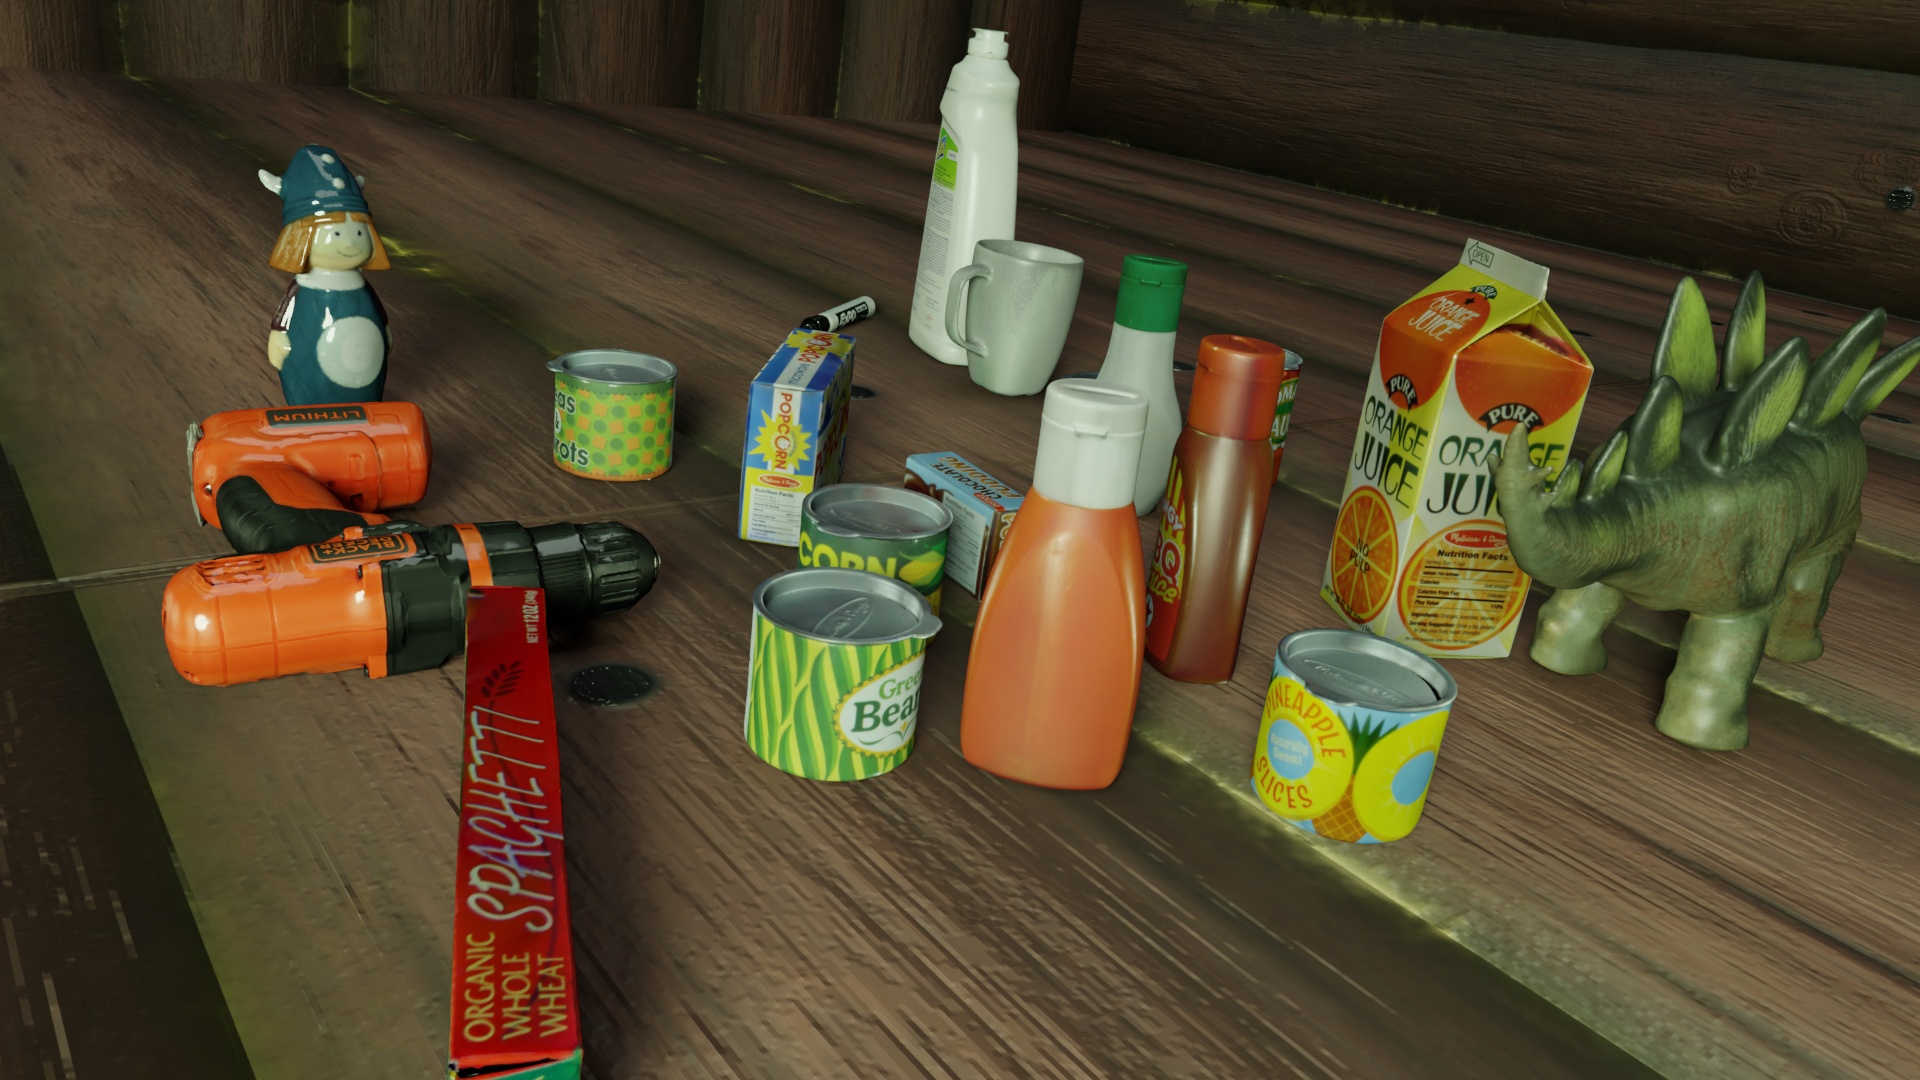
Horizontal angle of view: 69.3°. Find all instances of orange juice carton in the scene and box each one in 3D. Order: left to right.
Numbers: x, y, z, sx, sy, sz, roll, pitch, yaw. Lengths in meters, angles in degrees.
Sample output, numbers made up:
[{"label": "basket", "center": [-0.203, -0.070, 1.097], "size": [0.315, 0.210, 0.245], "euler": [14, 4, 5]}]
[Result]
[{"label": "orange juice carton", "center": [0.240, -0.044, 0.672], "size": [0.073, 0.191, 0.072], "euler": [3, 21, -11]}]

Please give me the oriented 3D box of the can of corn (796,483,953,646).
[{"label": "can of corn", "center": [-0.041, 0.013, 0.615], "size": [0.071, 0.058, 0.071], "euler": [7, 21, -2]}]

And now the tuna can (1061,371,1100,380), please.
[{"label": "tuna can", "center": [0.104, -0.095, 0.978], "size": [0.071, 0.032, 0.071], "euler": [7, 21, -2]}]

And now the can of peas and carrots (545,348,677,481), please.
[{"label": "can of peas and carrots", "center": [-0.196, -0.070, 0.777], "size": [0.071, 0.058, 0.071], "euler": [7, 21, -2]}]

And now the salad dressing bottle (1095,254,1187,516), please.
[{"label": "salad dressing bottle", "center": [0.101, -0.089, 0.802], "size": [0.064, 0.147, 0.044], "euler": [11, 21, 10]}]

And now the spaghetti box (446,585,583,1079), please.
[{"label": "spaghetti box", "center": [-0.133, 0.086, 0.408], "size": [0.029, 0.050, 0.251], "euler": [0, 22, -19]}]

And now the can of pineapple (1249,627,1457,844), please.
[{"label": "can of pineapple", "center": [0.146, 0.073, 0.525], "size": [0.071, 0.057, 0.071], "euler": [7, 21, -2]}]

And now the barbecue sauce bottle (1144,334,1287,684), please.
[{"label": "barbecue sauce bottle", "center": [0.112, -0.015, 0.613], "size": [0.044, 0.148, 0.065], "euler": [5, 21, -8]}]

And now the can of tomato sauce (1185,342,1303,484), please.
[{"label": "can of tomato sauce", "center": [0.182, -0.082, 0.901], "size": [0.071, 0.082, 0.071], "euler": [7, 21, -2]}]

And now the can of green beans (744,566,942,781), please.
[{"label": "can of green beans", "center": [-0.047, 0.049, 0.521], "size": [0.071, 0.057, 0.071], "euler": [7, 21, -2]}]

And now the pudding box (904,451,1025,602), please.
[{"label": "pudding box", "center": [0.002, -0.009, 0.698], "size": [0.030, 0.049, 0.084], "euler": [-7, 25, -33]}]

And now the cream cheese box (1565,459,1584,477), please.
[{"label": "cream cheese box", "center": [0.361, -0.008, 0.814], "size": [0.024, 0.053, 0.104], "euler": [8, 21, 2]}]

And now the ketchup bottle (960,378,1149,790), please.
[{"label": "ketchup bottle", "center": [0.039, 0.017, 0.507], "size": [0.065, 0.148, 0.044], "euler": [10, 21, 6]}]

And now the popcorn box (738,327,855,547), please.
[{"label": "popcorn box", "center": [-0.086, -0.058, 0.746], "size": [0.038, 0.085, 0.127], "euler": [8, 21, 1]}]
